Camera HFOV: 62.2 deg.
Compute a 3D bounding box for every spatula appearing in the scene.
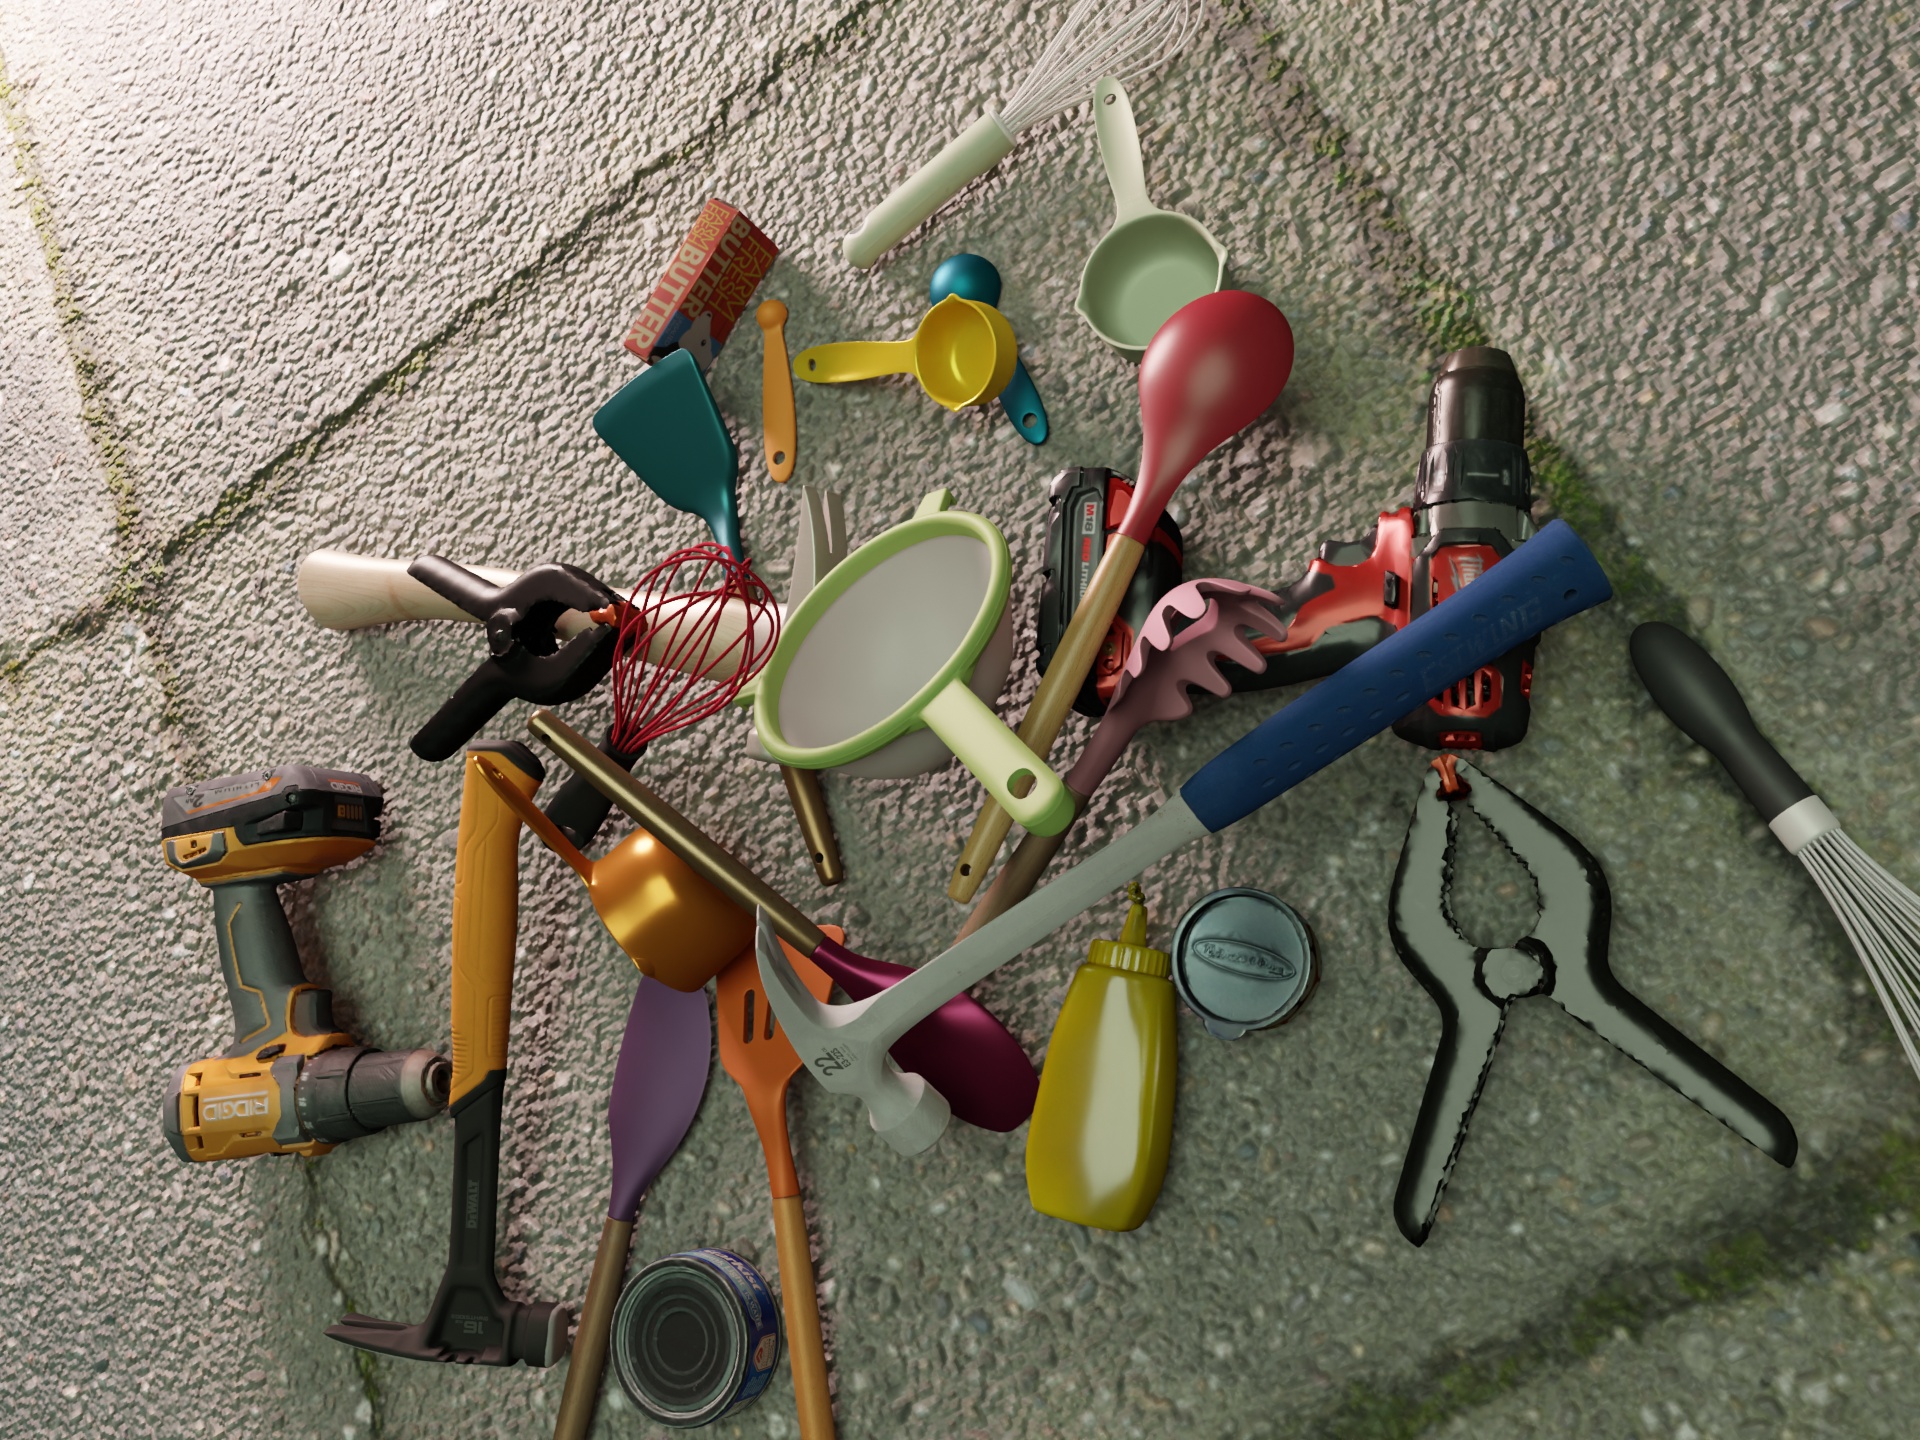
[{"bbox_3d":[-0.188,0.295,0.859,0.060,0.018,0.316,9,82,26],"label":"spatula"},{"bbox_3d":[-0.126,-0.055,0.893,0.082,0.044,0.318,-29,70,25],"label":"spatula"},{"bbox_3d":[-0.081,0.268,0.817,0.081,0.041,0.323,-13,78,21],"label":"spatula"}]

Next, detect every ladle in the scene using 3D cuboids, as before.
[{"bbox_3d":[0.066,-0.060,0.732,0.069,0.031,0.315,25,89,24],"label":"ladle"}]

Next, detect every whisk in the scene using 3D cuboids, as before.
[{"bbox_3d":[0.031,-0.334,0.886,0.246,0.059,0.058,-36,26,17],"label":"whisk"},{"bbox_3d":[0.364,0.070,0.646,0.070,0.070,0.285,-36,62,13],"label":"whisk"},{"bbox_3d":[-0.167,0.000,0.823,0.295,0.073,0.073,-46,60,48],"label":"whisk"}]

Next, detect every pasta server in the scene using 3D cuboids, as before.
[{"bbox_3d":[0.045,0.056,0.746,0.316,0.060,0.040,-58,41,26],"label":"pasta server"}]

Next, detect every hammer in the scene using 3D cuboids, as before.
[{"bbox_3d":[-0.243,-0.076,0.929,0.411,0.038,0.146,10,92,30],"label":"hammer"},{"bbox_3d":[0.090,0.042,0.691,0.405,0.144,0.035,-35,26,12],"label":"hammer"},{"bbox_3d":[-0.270,0.178,0.871,0.127,0.034,0.337,3,87,5],"label":"hammer"}]

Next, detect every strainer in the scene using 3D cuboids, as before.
[{"bbox_3d":[-0.001,-0.002,0.720,0.151,0.069,0.257,-45,35,0],"label":"strainer"}]

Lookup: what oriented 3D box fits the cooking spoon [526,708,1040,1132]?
[{"bbox_3d":[-0.091,0.097,0.794,0.319,0.017,0.068,39,123,4],"label":"cooking spoon"}]

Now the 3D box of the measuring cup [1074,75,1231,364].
[{"bbox_3d":[0.097,-0.265,0.844,0.083,0.038,0.168,-16,71,20],"label":"measuring cup"}]

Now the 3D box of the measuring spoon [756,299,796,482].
[{"bbox_3d":[-0.109,-0.195,0.932,0.021,0.011,0.117,-11,75,21],"label":"measuring spoon"}]

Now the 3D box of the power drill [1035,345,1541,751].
[{"bbox_3d":[0.159,-0.082,0.757,0.227,0.080,0.188,2,80,21],"label":"power drill"}]

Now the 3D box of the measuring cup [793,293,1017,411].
[{"bbox_3d":[-0.032,-0.202,0.890,0.157,0.029,0.062,7,103,41],"label":"measuring cup"}]

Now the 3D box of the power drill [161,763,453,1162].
[{"bbox_3d":[-0.389,0.144,0.949,0.185,0.084,0.226,-10,79,19],"label":"power drill"}]

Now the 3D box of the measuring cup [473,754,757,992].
[{"bbox_3d":[-0.175,0.065,0.831,0.052,0.173,0.095,-38,22,9],"label":"measuring cup"}]

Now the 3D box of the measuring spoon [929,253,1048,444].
[{"bbox_3d":[0.017,-0.206,0.874,0.042,0.021,0.129,-30,69,15],"label":"measuring spoon"}]
